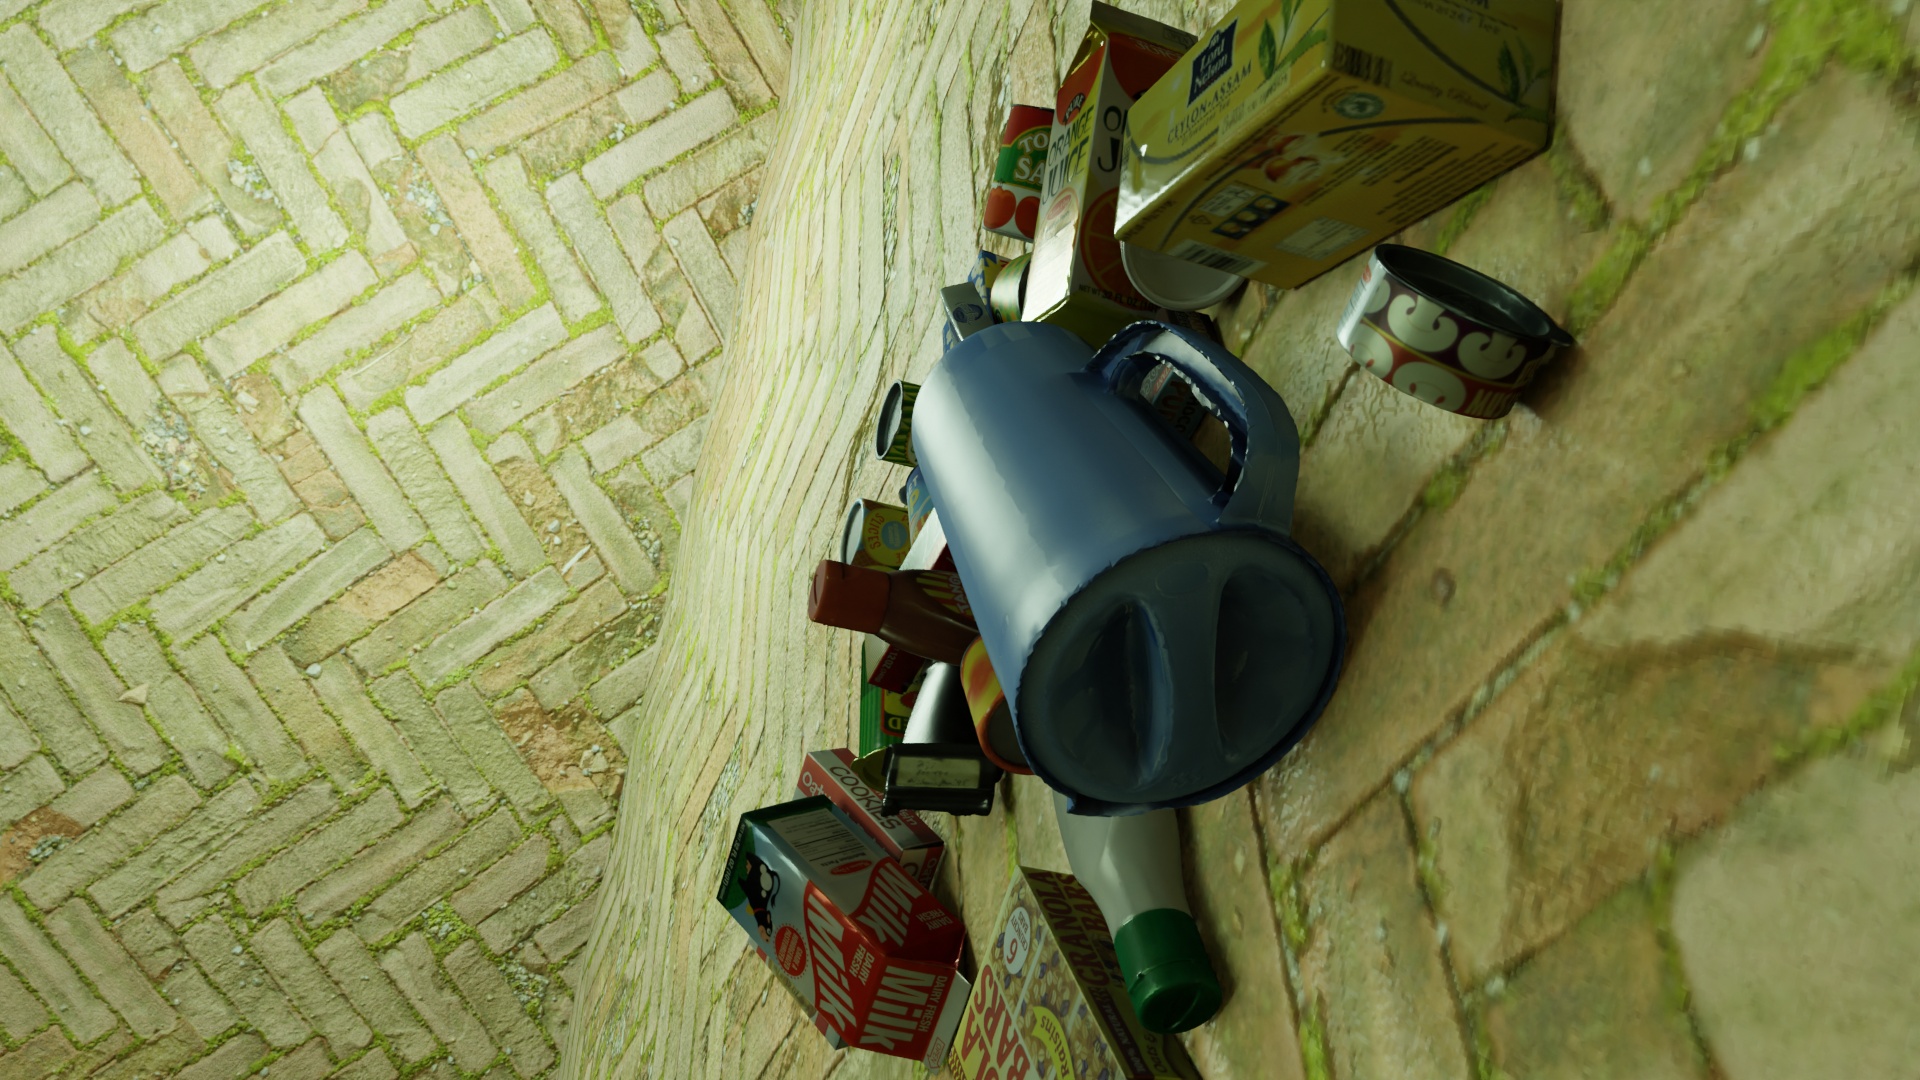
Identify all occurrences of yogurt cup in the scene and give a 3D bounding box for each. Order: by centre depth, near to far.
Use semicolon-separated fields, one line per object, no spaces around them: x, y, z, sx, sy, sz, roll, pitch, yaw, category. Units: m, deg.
0.111;-0.154;0.701;0.054;0.072;0.072;-101;28;-69;yogurt cup

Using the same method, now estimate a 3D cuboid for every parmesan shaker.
-0.040;0.115;0.962;0.071;0.071;0.103;121;155;-45;parmesan shaker

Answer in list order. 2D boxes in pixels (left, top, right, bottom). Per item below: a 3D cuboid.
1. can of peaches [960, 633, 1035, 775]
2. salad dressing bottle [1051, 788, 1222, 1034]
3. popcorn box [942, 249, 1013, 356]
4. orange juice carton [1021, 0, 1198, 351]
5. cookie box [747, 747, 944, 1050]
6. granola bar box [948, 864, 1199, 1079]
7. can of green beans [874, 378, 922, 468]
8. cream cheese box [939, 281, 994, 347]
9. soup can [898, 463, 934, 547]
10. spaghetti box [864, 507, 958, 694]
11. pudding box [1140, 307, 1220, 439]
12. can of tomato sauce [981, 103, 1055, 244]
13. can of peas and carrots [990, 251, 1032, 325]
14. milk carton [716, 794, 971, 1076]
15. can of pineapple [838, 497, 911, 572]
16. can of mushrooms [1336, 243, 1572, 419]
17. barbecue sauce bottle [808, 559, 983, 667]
0.036;0.087;0.755;0.058;0.071;0.071;-110;37;-58;can of peaches
0.078;0.148;0.624;0.148;0.044;0.064;-105;34;-53;salad dressing bottle
0.019;-0.136;1.011;0.084;0.038;0.127;120;155;-46;popcorn box
0.092;-0.207;0.780;0.073;0.072;0.193;161;120;-69;orange juice carton
-0.084;0.249;0.981;0.123;0.040;0.166;35;114;43;cookie box
0.047;0.250;0.653;0.166;0.039;0.124;-127;52;-67;granola bar box
-0.030;-0.089;1.097;0.071;0.058;0.071;-166;89;-73;can of green beans
0.011;-0.121;0.879;0.104;0.024;0.053;-109;4;-58;cream cheese box
-0.005;-0.009;0.941;0.084;0.071;0.071;-97;26;-46;soup can
0.003;-0.011;0.843;0.248;0.029;0.050;-60;24;31;spaghetti box
0.104;-0.074;0.719;0.050;0.030;0.083;-97;26;-45;pudding box
0.056;-0.240;0.923;0.071;0.071;0.083;-137;60;-70;can of tomato sauce
0.056;-0.145;0.853;0.059;0.071;0.071;-164;87;-73;can of peas and carrots
-0.066;0.248;0.878;0.191;0.073;0.072;34;114;37;milk carton
-0.062;0.002;1.132;0.071;0.058;0.071;-166;89;-72;can of pineapple
0.166;-0.070;0.470;0.071;0.071;0.033;-105;32;-55;can of mushrooms
-0.011;0.043;0.796;0.065;0.149;0.043;-104;31;-55;barbecue sauce bottle
